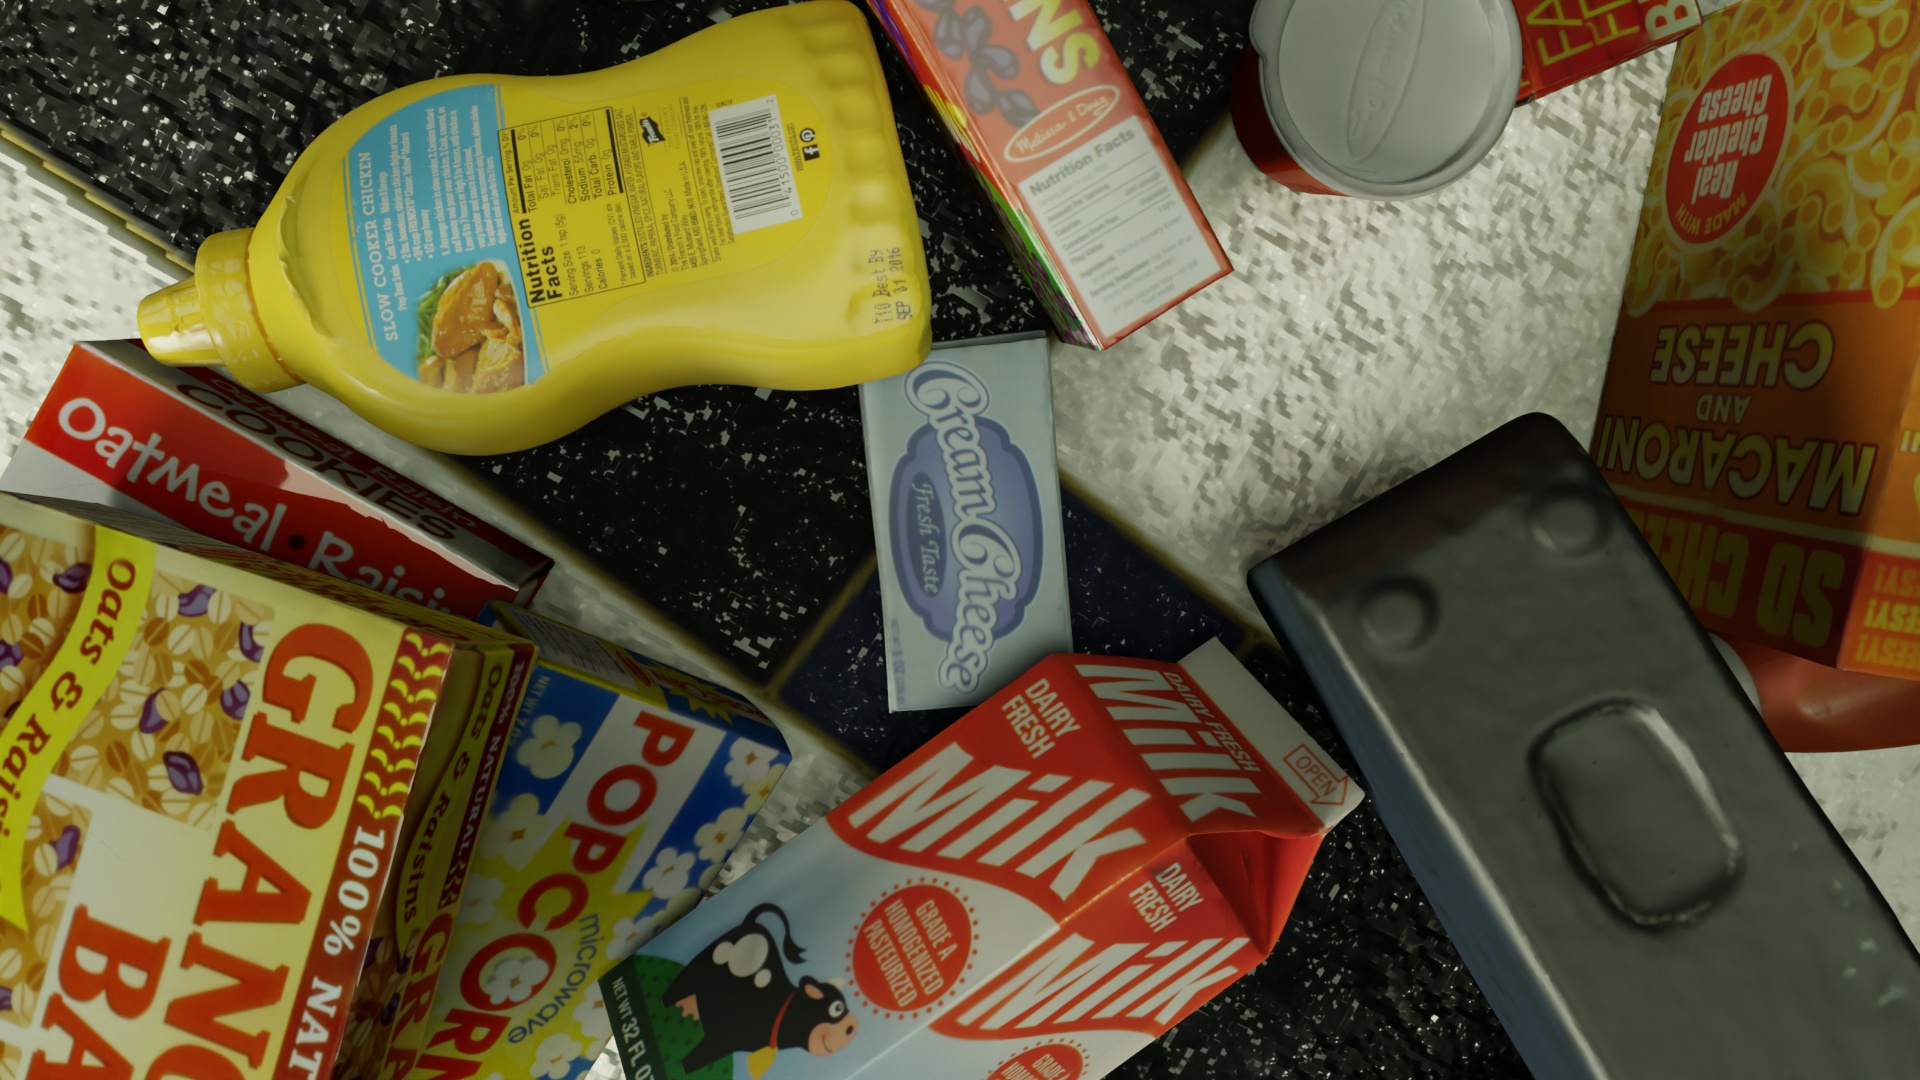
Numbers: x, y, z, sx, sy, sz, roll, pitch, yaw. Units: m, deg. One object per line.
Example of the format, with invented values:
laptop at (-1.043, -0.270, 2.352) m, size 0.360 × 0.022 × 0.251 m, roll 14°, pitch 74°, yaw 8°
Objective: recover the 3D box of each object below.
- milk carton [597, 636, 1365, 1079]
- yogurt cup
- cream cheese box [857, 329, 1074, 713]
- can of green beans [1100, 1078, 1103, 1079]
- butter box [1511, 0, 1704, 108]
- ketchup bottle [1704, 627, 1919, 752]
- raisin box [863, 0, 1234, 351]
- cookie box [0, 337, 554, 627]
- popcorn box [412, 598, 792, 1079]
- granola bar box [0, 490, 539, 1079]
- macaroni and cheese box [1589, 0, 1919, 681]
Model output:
milk carton at (0.009, 0.101, 0.366) m, size 0.191 × 0.072 × 0.073 m, roll -36°, pitch 133°, yaw -2°
yogurt cup at (0.106, -0.123, 0.370) m, size 0.072 × 0.054 × 0.072 m, roll -1°, pitch 98°, yaw -5°
cream cheese box at (0.001, -0.005, 0.390) m, size 0.053 × 0.024 × 0.103 m, roll -6°, pitch 98°, yaw -5°
can of green beans at (0.020, 0.181, 0.395) m, size 0.058 × 0.071 × 0.071 m, roll -29°, pitch 99°, yaw -1°
butter box at (0.162, -0.179, 0.384) m, size 0.053 × 0.024 × 0.103 m, roll -22°, pitch 99°, yaw -3°
ketchup bottle at (0.260, 0.034, 0.410) m, size 0.149 × 0.043 × 0.064 m, roll -16°, pitch 98°, yaw -3°
raisin box at (0.014, -0.110, 0.347) m, size 0.040 × 0.086 × 0.123 m, roll -30°, pitch 99°, yaw 4°
cookie box at (-0.207, 0.048, 0.370) m, size 0.123 × 0.040 × 0.167 m, roll 31°, pitch 94°, yaw -9°
popcorn box at (-0.114, 0.087, 0.365) m, size 0.085 × 0.038 × 0.126 m, roll 30°, pitch 94°, yaw -43°
granola bar box at (-0.179, 0.084, 0.311) m, size 0.124 × 0.039 × 0.165 m, roll 16°, pitch 90°, yaw 11°
macaroni and cheese box at (0.219, -0.058, 0.354) m, size 0.040 × 0.124 × 0.166 m, roll 8°, pitch 97°, yaw -5°
